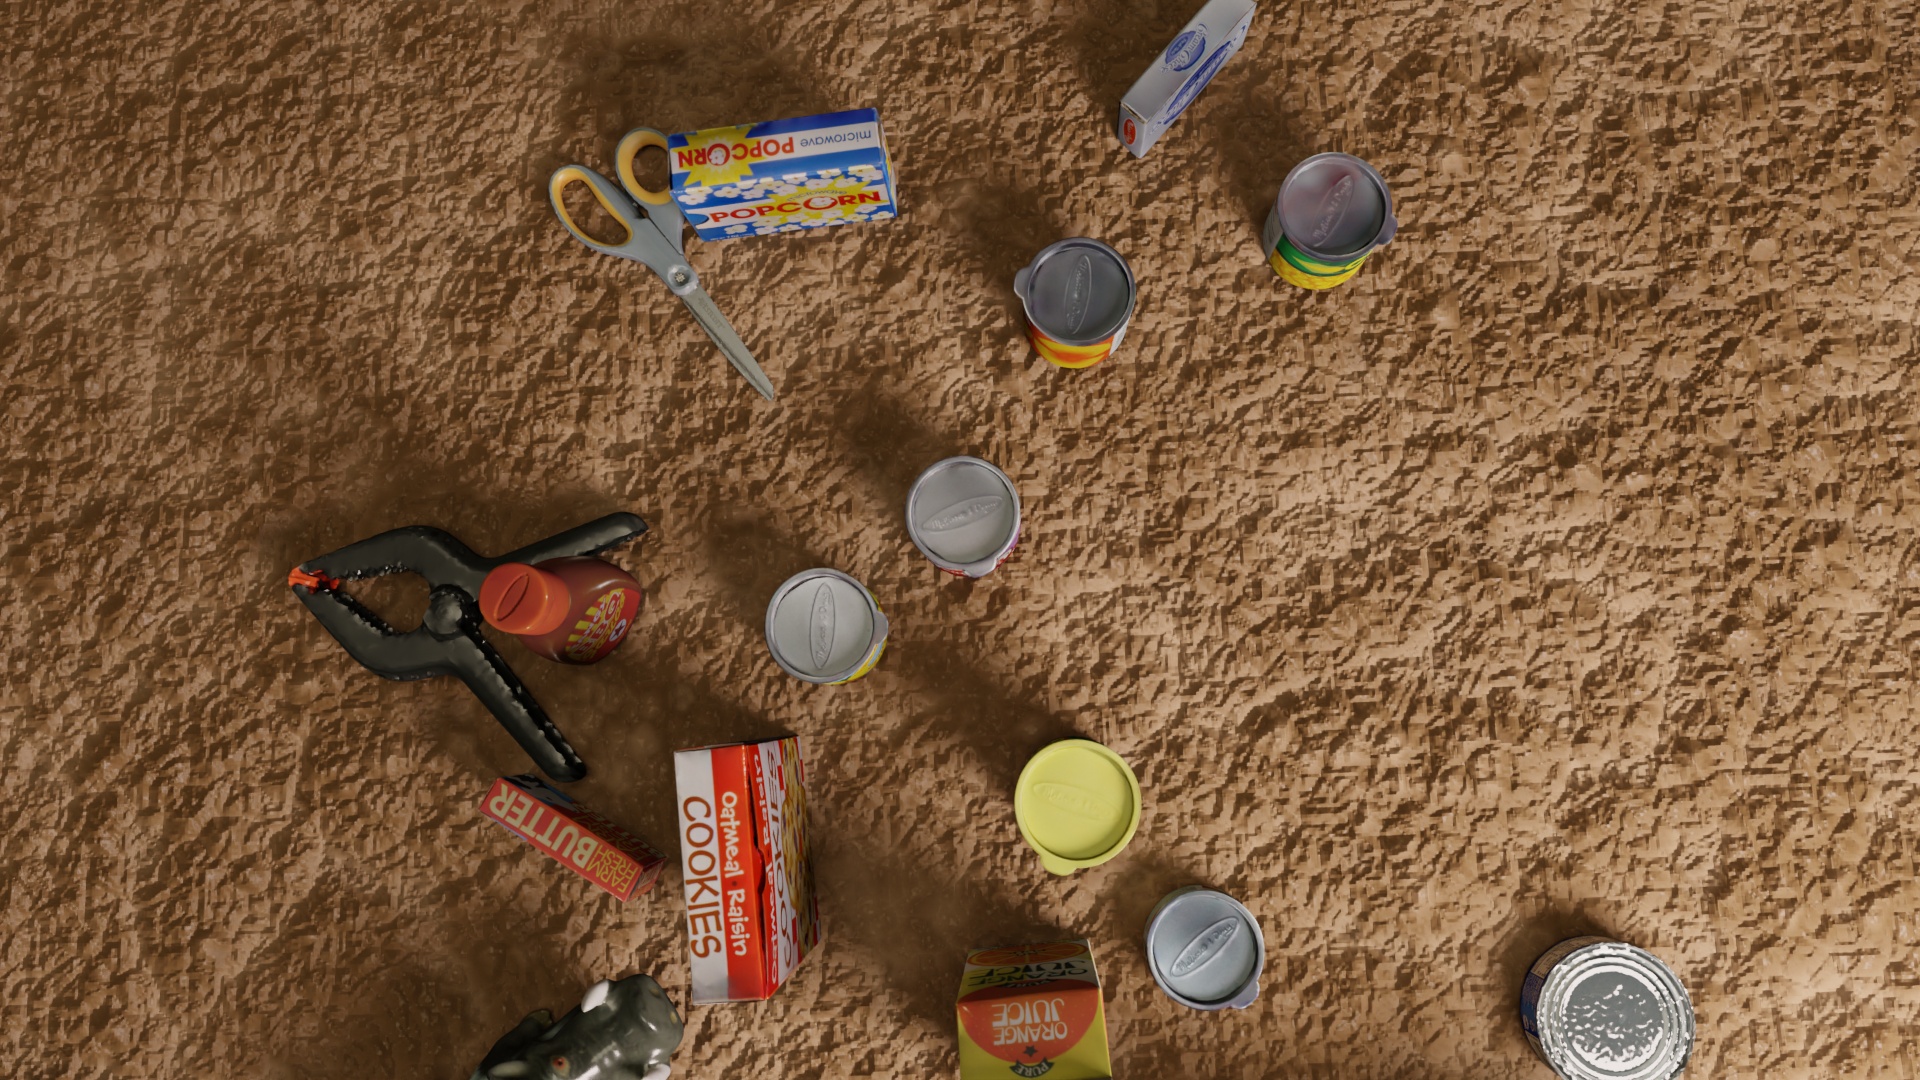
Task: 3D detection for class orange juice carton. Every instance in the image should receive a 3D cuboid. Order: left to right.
[{"bbox_3d":[0.039,0.260,0.716,0.072,0.192,0.073,-6,83,2],"label":"orange juice carton"}]

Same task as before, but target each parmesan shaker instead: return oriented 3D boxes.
[{"bbox_3d":[0.063,0.145,0.775,0.071,0.103,0.071,0,83,3],"label":"parmesan shaker"}]

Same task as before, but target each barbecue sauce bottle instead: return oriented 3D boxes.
[{"bbox_3d":[-0.225,0.037,0.780,0.044,0.148,0.065,32,86,6],"label":"barbecue sauce bottle"}]

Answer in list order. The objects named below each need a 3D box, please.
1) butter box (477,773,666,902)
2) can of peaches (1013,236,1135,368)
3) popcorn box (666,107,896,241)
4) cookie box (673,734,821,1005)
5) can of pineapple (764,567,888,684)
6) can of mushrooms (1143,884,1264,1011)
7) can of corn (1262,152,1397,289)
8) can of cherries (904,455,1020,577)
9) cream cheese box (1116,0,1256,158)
[{"bbox_3d":[-0.225,0.172,0.810,0.103,0.053,0.024,30,85,6],"label":"butter box"},{"bbox_3d":[0.068,-0.142,0.835,0.071,0.058,0.071,0,83,3],"label":"can of peaches"},{"bbox_3d":[-0.105,-0.219,0.840,0.127,0.085,0.038,-7,83,2],"label":"popcorn box"},{"bbox_3d":[-0.111,0.169,0.747,0.040,0.167,0.123,-7,83,2],"label":"cookie box"},{"bbox_3d":[-0.076,0.052,0.816,0.071,0.058,0.071,0,83,3],"label":"can of pineapple"},{"bbox_3d":[0.140,0.234,0.795,0.071,0.033,0.071,0,83,3],"label":"can of mushrooms"},{"bbox_3d":[0.221,-0.189,0.834,0.071,0.058,0.071,0,83,3],"label":"can of corn"},{"bbox_3d":[0.003,-0.010,0.821,0.071,0.058,0.071,0,83,3],"label":"can of cherries"},{"bbox_3d":[0.137,-0.288,0.853,0.024,0.053,0.104,41,86,7],"label":"cream cheese box"}]
